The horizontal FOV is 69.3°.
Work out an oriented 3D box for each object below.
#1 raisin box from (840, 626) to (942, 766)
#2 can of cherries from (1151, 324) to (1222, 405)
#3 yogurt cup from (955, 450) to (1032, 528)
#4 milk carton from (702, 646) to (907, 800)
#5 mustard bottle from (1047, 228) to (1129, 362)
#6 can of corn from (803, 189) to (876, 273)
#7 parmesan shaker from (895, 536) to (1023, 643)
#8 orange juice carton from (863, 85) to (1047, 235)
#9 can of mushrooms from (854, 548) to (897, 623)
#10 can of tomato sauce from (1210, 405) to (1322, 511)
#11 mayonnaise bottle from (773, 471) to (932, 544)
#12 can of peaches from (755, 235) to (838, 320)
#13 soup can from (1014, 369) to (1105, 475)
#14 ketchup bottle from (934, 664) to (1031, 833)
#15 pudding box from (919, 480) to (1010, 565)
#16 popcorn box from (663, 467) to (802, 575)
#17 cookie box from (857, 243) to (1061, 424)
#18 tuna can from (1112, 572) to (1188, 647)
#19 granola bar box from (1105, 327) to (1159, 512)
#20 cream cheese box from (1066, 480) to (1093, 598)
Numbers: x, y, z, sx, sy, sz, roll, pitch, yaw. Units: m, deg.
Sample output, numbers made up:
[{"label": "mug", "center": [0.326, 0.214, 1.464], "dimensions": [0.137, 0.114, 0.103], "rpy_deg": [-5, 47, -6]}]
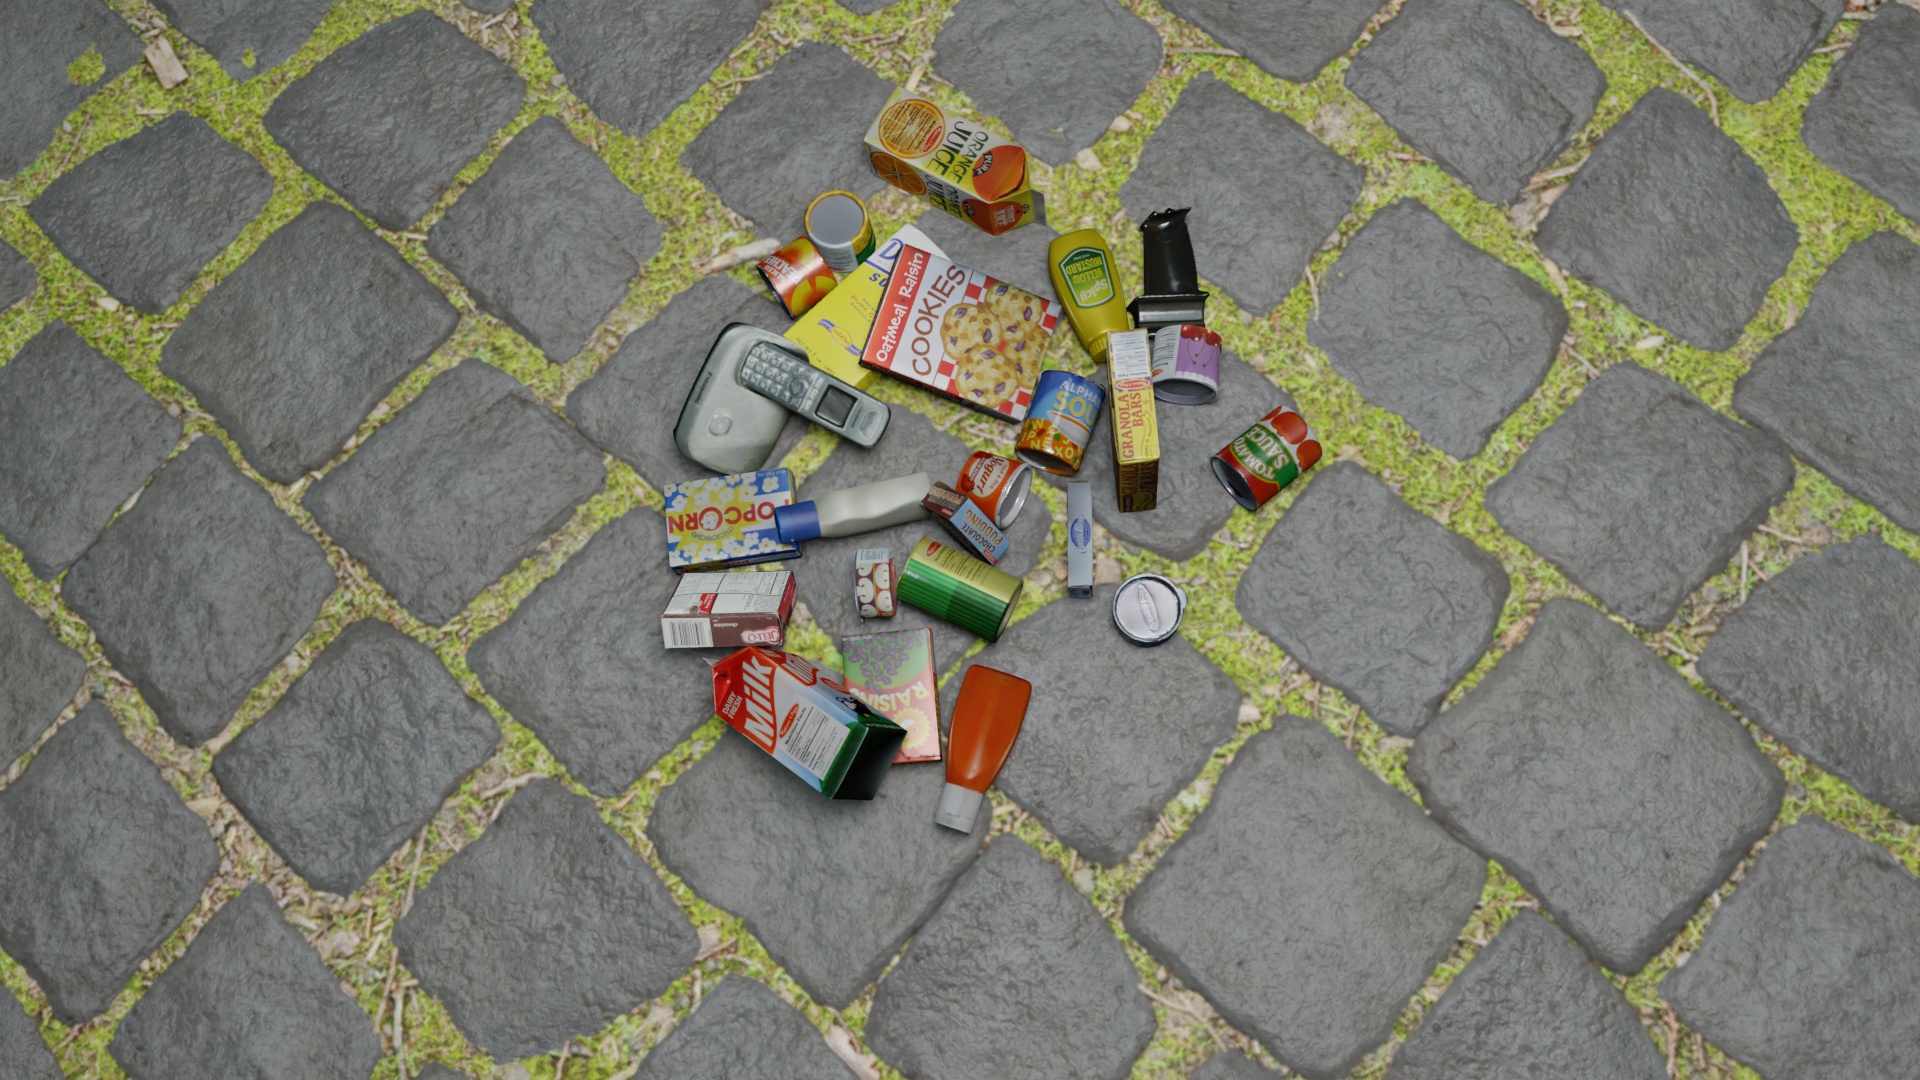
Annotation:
[{"label": "raisin box", "center": [-0.063, 0.147, 1.295], "dimensions": [0.086, 0.040, 0.123], "rpy_deg": [-5, 75, 2]}, {"label": "can of cherries", "center": [0.221, -0.169, 1.347], "dimensions": [0.071, 0.071, 0.058], "rpy_deg": [7, 75, 6]}, {"label": "yogurt cup", "center": [0.031, -0.052, 1.330], "dimensions": [0.054, 0.072, 0.072], "rpy_deg": [25, 78, 18]}, {"label": "milk carton", "center": [-0.149, 0.155, 1.258], "dimensions": [0.191, 0.072, 0.073], "rpy_deg": [30, 95, 29]}, {"label": "mustard bottle", "center": [0.135, -0.229, 1.376], "dimensions": [0.065, 0.048, 0.160], "rpy_deg": [-18, 74, 1]}, {"label": "can of corn", "center": [-0.122, -0.317, 1.414], "dimensions": [0.071, 0.058, 0.071], "rpy_deg": [-1, 75, 4]}, {"label": "parmesan shaker", "center": [-0.002, 0.048, 1.301], "dimensions": [0.103, 0.071, 0.071], "rpy_deg": [25, 79, 10]}, {"label": "orange juice carton", "center": [0.003, -0.378, 1.414], "dimensions": [0.193, 0.071, 0.073], "rpy_deg": [29, 80, 11]}, {"label": "can of mushrooms", "center": [-0.080, 0.043, 1.312], "dimensions": [0.033, 0.071, 0.071], "rpy_deg": [-4, 75, 3]}, {"label": "can of tomato sauce", "center": [0.290, -0.079, 1.313], "dimensions": [0.083, 0.071, 0.071], "rpy_deg": [-37, 76, -6]}, {"label": "mayonnaise bottle", "center": [-0.101, -0.029, 1.319], "dimensions": [0.148, 0.064, 0.041], "rpy_deg": [-12, 73, -13]}, {"label": "can of peaches", "center": [-0.164, -0.266, 1.397], "dimensions": [0.058, 0.071, 0.071], "rpy_deg": [-34, 75, -6]}, {"label": "soup can", "center": [0.097, -0.113, 1.337], "dimensions": [0.071, 0.071, 0.084], "rpy_deg": [18, 78, 9]}, {"label": "ketchup bottle", "center": [0.015, 0.192, 1.275], "dimensions": [0.065, 0.043, 0.149], "rpy_deg": [17, 77, 9]}, {"label": "pudding box", "center": [0.005, -0.016, 1.305], "dimensions": [0.030, 0.083, 0.050], "rpy_deg": [-51, 43, -8]}, {"label": "popcorn box", "center": [-0.221, -0.018, 1.352], "dimensions": [0.127, 0.038, 0.085], "rpy_deg": [-8, 76, 2]}, {"label": "cookie box", "center": [-0.001, -0.200, 1.354], "dimensions": [0.167, 0.040, 0.123], "rpy_deg": [20, 84, -9]}, {"label": "tuna can", "center": [0.177, 0.065, 1.302], "dimensions": [0.071, 0.032, 0.071], "rpy_deg": [-1, 75, 4]}, {"label": "granola bar box", "center": [0.158, -0.107, 1.282], "dimensions": [0.039, 0.165, 0.124], "rpy_deg": [-5, 75, 6]}, {"label": "cream cheese box", "center": [0.113, 0.000, 1.314], "dimensions": [0.024, 0.053, 0.104], "rpy_deg": [-1, 75, 6]}]
